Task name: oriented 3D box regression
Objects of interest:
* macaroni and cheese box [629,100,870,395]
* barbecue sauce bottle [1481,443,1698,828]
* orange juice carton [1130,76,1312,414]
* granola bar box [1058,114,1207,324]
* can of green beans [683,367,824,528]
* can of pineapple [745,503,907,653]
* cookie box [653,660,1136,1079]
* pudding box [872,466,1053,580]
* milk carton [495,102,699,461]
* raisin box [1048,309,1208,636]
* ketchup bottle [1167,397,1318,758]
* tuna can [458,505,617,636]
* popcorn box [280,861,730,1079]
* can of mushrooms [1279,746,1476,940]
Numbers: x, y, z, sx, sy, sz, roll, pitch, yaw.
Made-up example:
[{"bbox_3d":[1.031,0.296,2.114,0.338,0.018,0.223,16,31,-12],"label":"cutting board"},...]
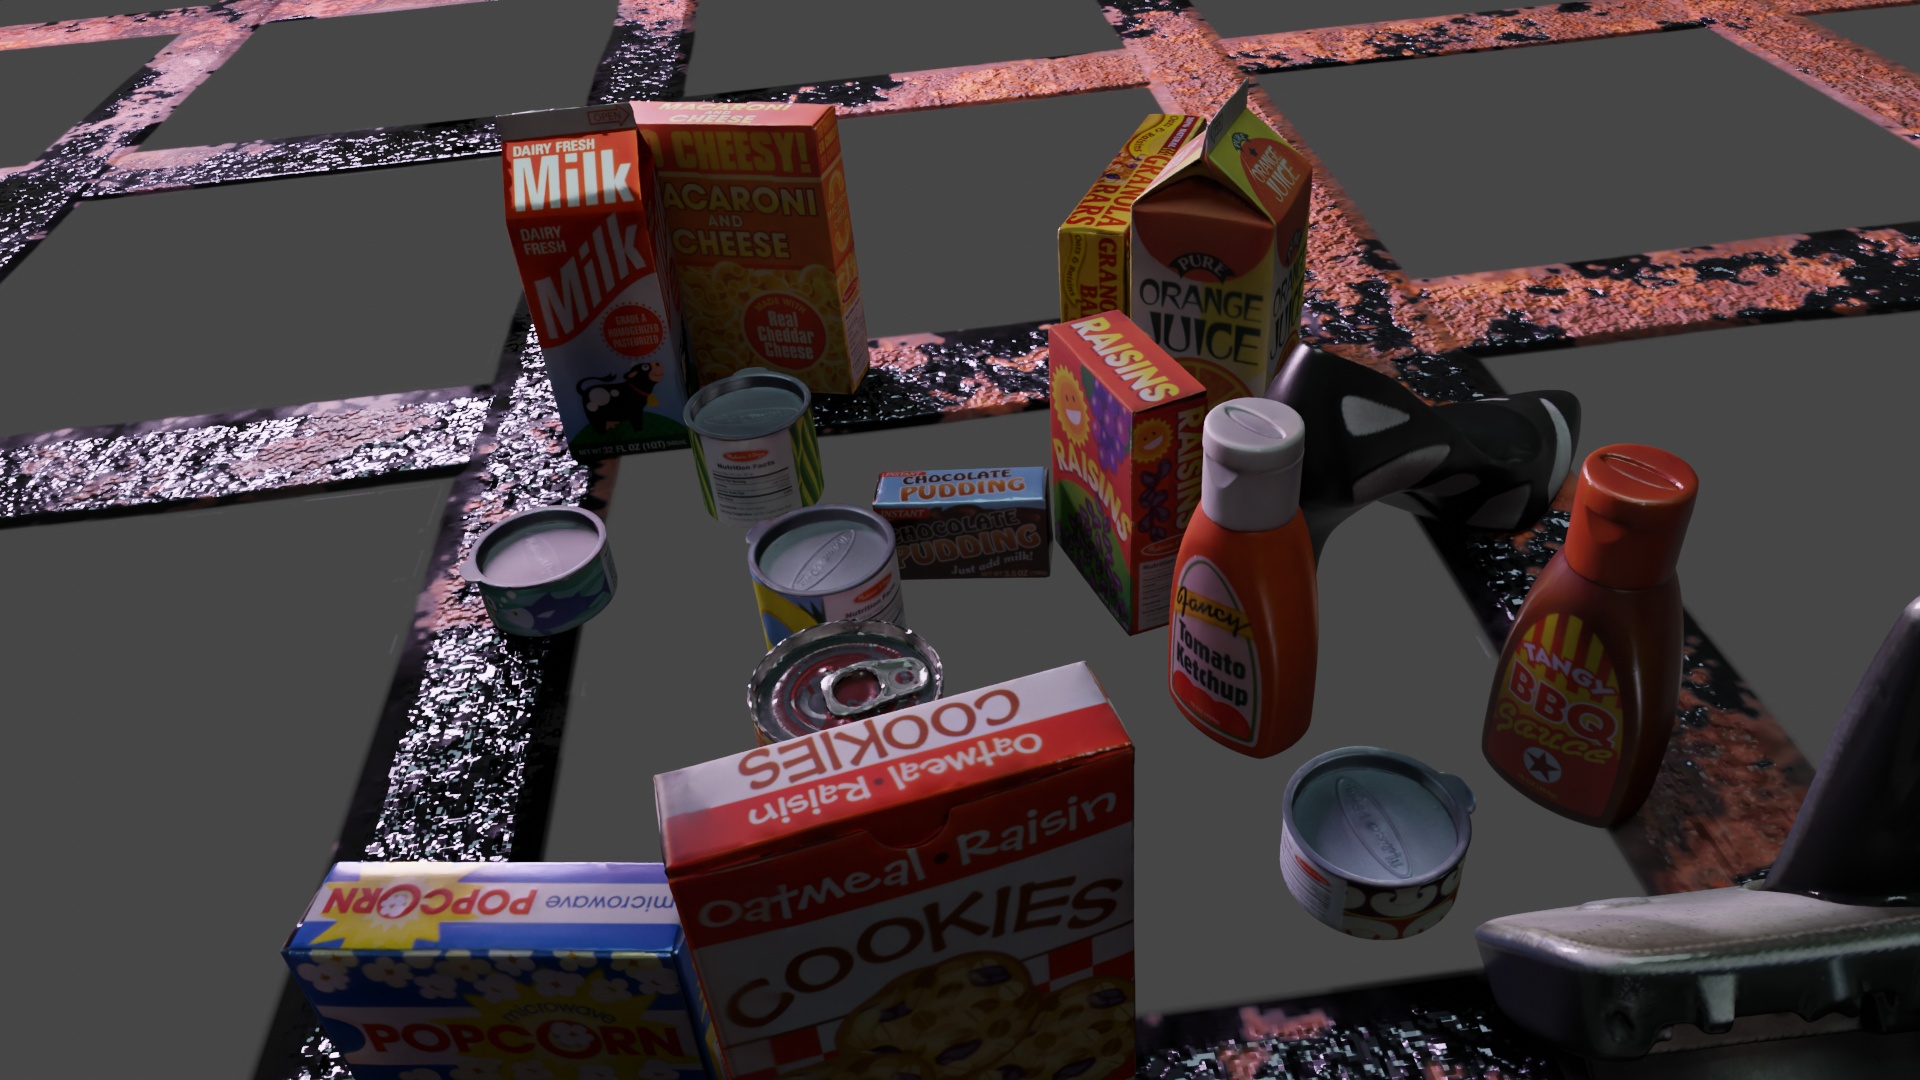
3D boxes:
[{"bbox_3d":[-0.125,-0.168,0.805,0.124,0.165,0.040,5,38,13],"label":"macaroni and cheese box"},{"bbox_3d":[0.233,0.035,0.508,0.044,0.147,0.065,-29,43,-28],"label":"barbecue sauce bottle"},{"bbox_3d":[0.131,-0.128,0.700,0.073,0.191,0.072,13,41,23],"label":"orange juice carton"},{"bbox_3d":[0.102,-0.155,0.796,0.039,0.123,0.166,11,40,20],"label":"granola bar box"},{"bbox_3d":[-0.108,-0.048,0.734,0.071,0.057,0.071,-3,37,3],"label":"can of green beans"},{"bbox_3d":[-0.060,0.024,0.632,0.071,0.057,0.071,-3,37,3],"label":"can of pineapple"},{"bbox_3d":[-0.011,0.122,0.407,0.123,0.166,0.040,-14,38,-12],"label":"cookie box"},{"bbox_3d":[0.002,-0.008,0.675,0.084,0.049,0.030,-1,37,5],"label":"pudding box"},{"bbox_3d":[-0.195,-0.144,0.761,0.072,0.189,0.074,-7,37,-2],"label":"milk carton"},{"bbox_3d":[0.076,-0.031,0.636,0.040,0.122,0.086,-16,38,-14],"label":"raisin box"},{"bbox_3d":[0.113,0.015,0.549,0.044,0.148,0.065,-28,42,-27],"label":"ketchup bottle"},{"bbox_3d":[-0.206,0.016,0.682,0.071,0.032,0.071,-3,37,3],"label":"tuna can"},{"bbox_3d":[-0.141,0.147,0.457,0.127,0.084,0.038,-1,37,5],"label":"popcorn box"},{"bbox_3d":[0.154,0.111,0.513,0.071,0.033,0.071,-3,37,3],"label":"can of mushrooms"}]
